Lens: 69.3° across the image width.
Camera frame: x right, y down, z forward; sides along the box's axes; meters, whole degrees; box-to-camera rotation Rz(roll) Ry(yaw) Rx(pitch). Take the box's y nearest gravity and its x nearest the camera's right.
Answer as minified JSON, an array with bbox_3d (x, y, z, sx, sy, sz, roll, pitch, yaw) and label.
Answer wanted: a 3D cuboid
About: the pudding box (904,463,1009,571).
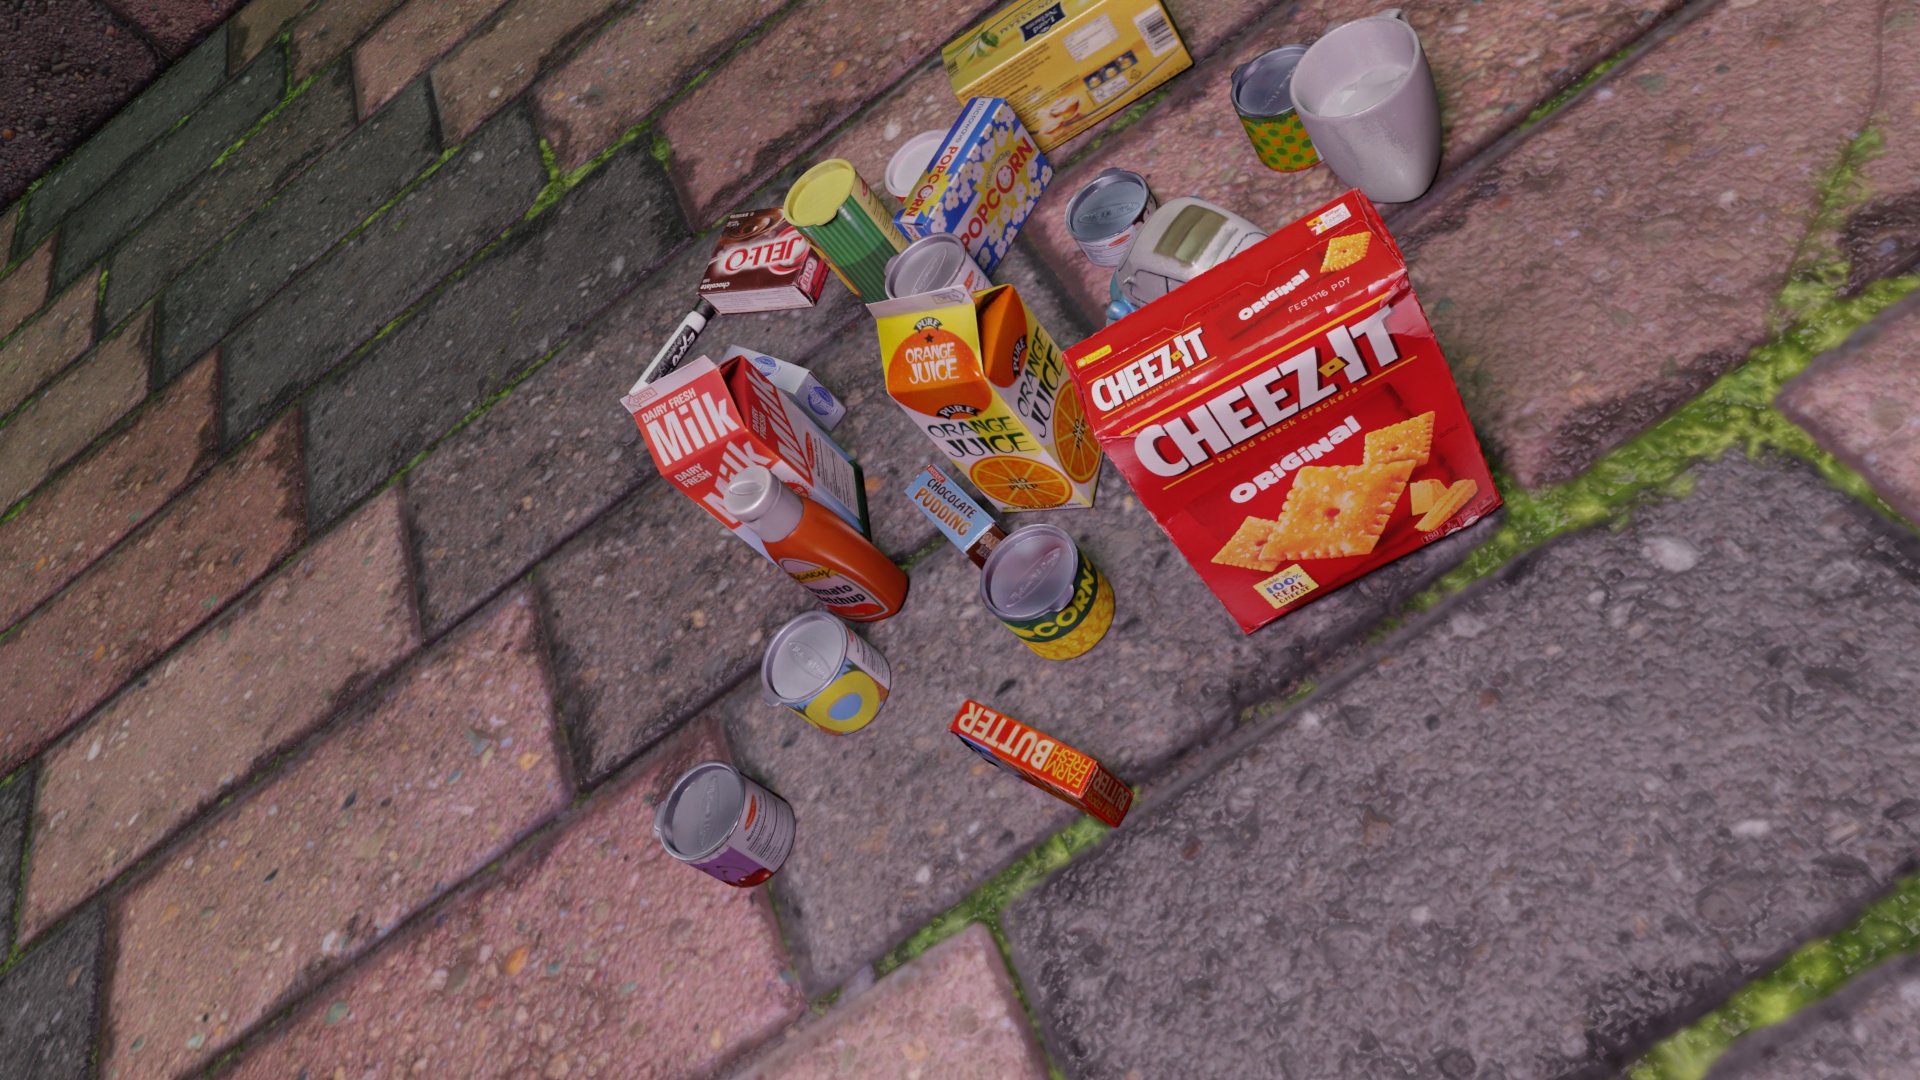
[{"bbox_3d":[0.003,-0.012,0.926,0.030,0.049,0.084,-45,46,0],"label":"pudding box"}]

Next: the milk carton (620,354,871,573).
[{"bbox_3d":[-0.145,-0.058,0.959,0.072,0.190,0.074,-25,50,18],"label":"milk carton"}]

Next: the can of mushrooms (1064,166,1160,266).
[{"bbox_3d":[0.113,-0.237,1.017,0.071,0.033,0.071,-17,52,24],"label":"can of mushrooms"}]

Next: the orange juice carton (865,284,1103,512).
[{"bbox_3d":[0.019,-0.096,0.874,0.072,0.192,0.073,-3,59,32],"label":"orange juice carton"}]

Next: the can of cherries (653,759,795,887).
[{"bbox_3d":[-0.151,0.182,0.890,0.071,0.058,0.072,-17,52,24],"label":"can of cherries"}]

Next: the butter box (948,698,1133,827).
[{"bbox_3d":[0.046,0.128,0.800,0.103,0.053,0.024,21,74,41],"label":"butter box"}]

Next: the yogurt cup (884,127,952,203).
[{"bbox_3d":[-0.020,-0.290,1.128,0.072,0.054,0.073,-17,52,24],"label":"yogurt cup"}]

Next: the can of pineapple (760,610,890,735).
[{"bbox_3d":[-0.089,0.089,0.913,0.071,0.057,0.071,-17,52,24],"label":"can of pineapple"}]

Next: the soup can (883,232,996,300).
[{"bbox_3d":[-0.008,-0.175,1.021,0.071,0.083,0.072,-17,52,24],"label":"soup can"}]

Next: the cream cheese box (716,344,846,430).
[{"bbox_3d":[-0.141,-0.121,1.093,0.104,0.053,0.024,23,75,41],"label":"cream cheese box"}]

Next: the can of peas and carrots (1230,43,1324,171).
[{"bbox_3d":[0.227,-0.301,0.967,0.071,0.058,0.071,-17,52,24],"label":"can of peas and carrots"}]

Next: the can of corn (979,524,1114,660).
[{"bbox_3d":[0.056,0.034,0.854,0.071,0.058,0.071,-17,52,24],"label":"can of corn"}]

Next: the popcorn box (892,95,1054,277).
[{"bbox_3d":[0.012,-0.265,1.068,0.038,0.085,0.127,18,72,40],"label":"popcorn box"}]

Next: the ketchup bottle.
[{"bbox_3d":[-0.097,0.003,0.914,0.064,0.148,0.044,-3,59,32],"label":"ketchup bottle"}]

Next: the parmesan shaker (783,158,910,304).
[{"bbox_3d":[-0.084,-0.242,1.103,0.071,0.103,0.071,-17,52,24],"label":"parmesan shaker"}]
